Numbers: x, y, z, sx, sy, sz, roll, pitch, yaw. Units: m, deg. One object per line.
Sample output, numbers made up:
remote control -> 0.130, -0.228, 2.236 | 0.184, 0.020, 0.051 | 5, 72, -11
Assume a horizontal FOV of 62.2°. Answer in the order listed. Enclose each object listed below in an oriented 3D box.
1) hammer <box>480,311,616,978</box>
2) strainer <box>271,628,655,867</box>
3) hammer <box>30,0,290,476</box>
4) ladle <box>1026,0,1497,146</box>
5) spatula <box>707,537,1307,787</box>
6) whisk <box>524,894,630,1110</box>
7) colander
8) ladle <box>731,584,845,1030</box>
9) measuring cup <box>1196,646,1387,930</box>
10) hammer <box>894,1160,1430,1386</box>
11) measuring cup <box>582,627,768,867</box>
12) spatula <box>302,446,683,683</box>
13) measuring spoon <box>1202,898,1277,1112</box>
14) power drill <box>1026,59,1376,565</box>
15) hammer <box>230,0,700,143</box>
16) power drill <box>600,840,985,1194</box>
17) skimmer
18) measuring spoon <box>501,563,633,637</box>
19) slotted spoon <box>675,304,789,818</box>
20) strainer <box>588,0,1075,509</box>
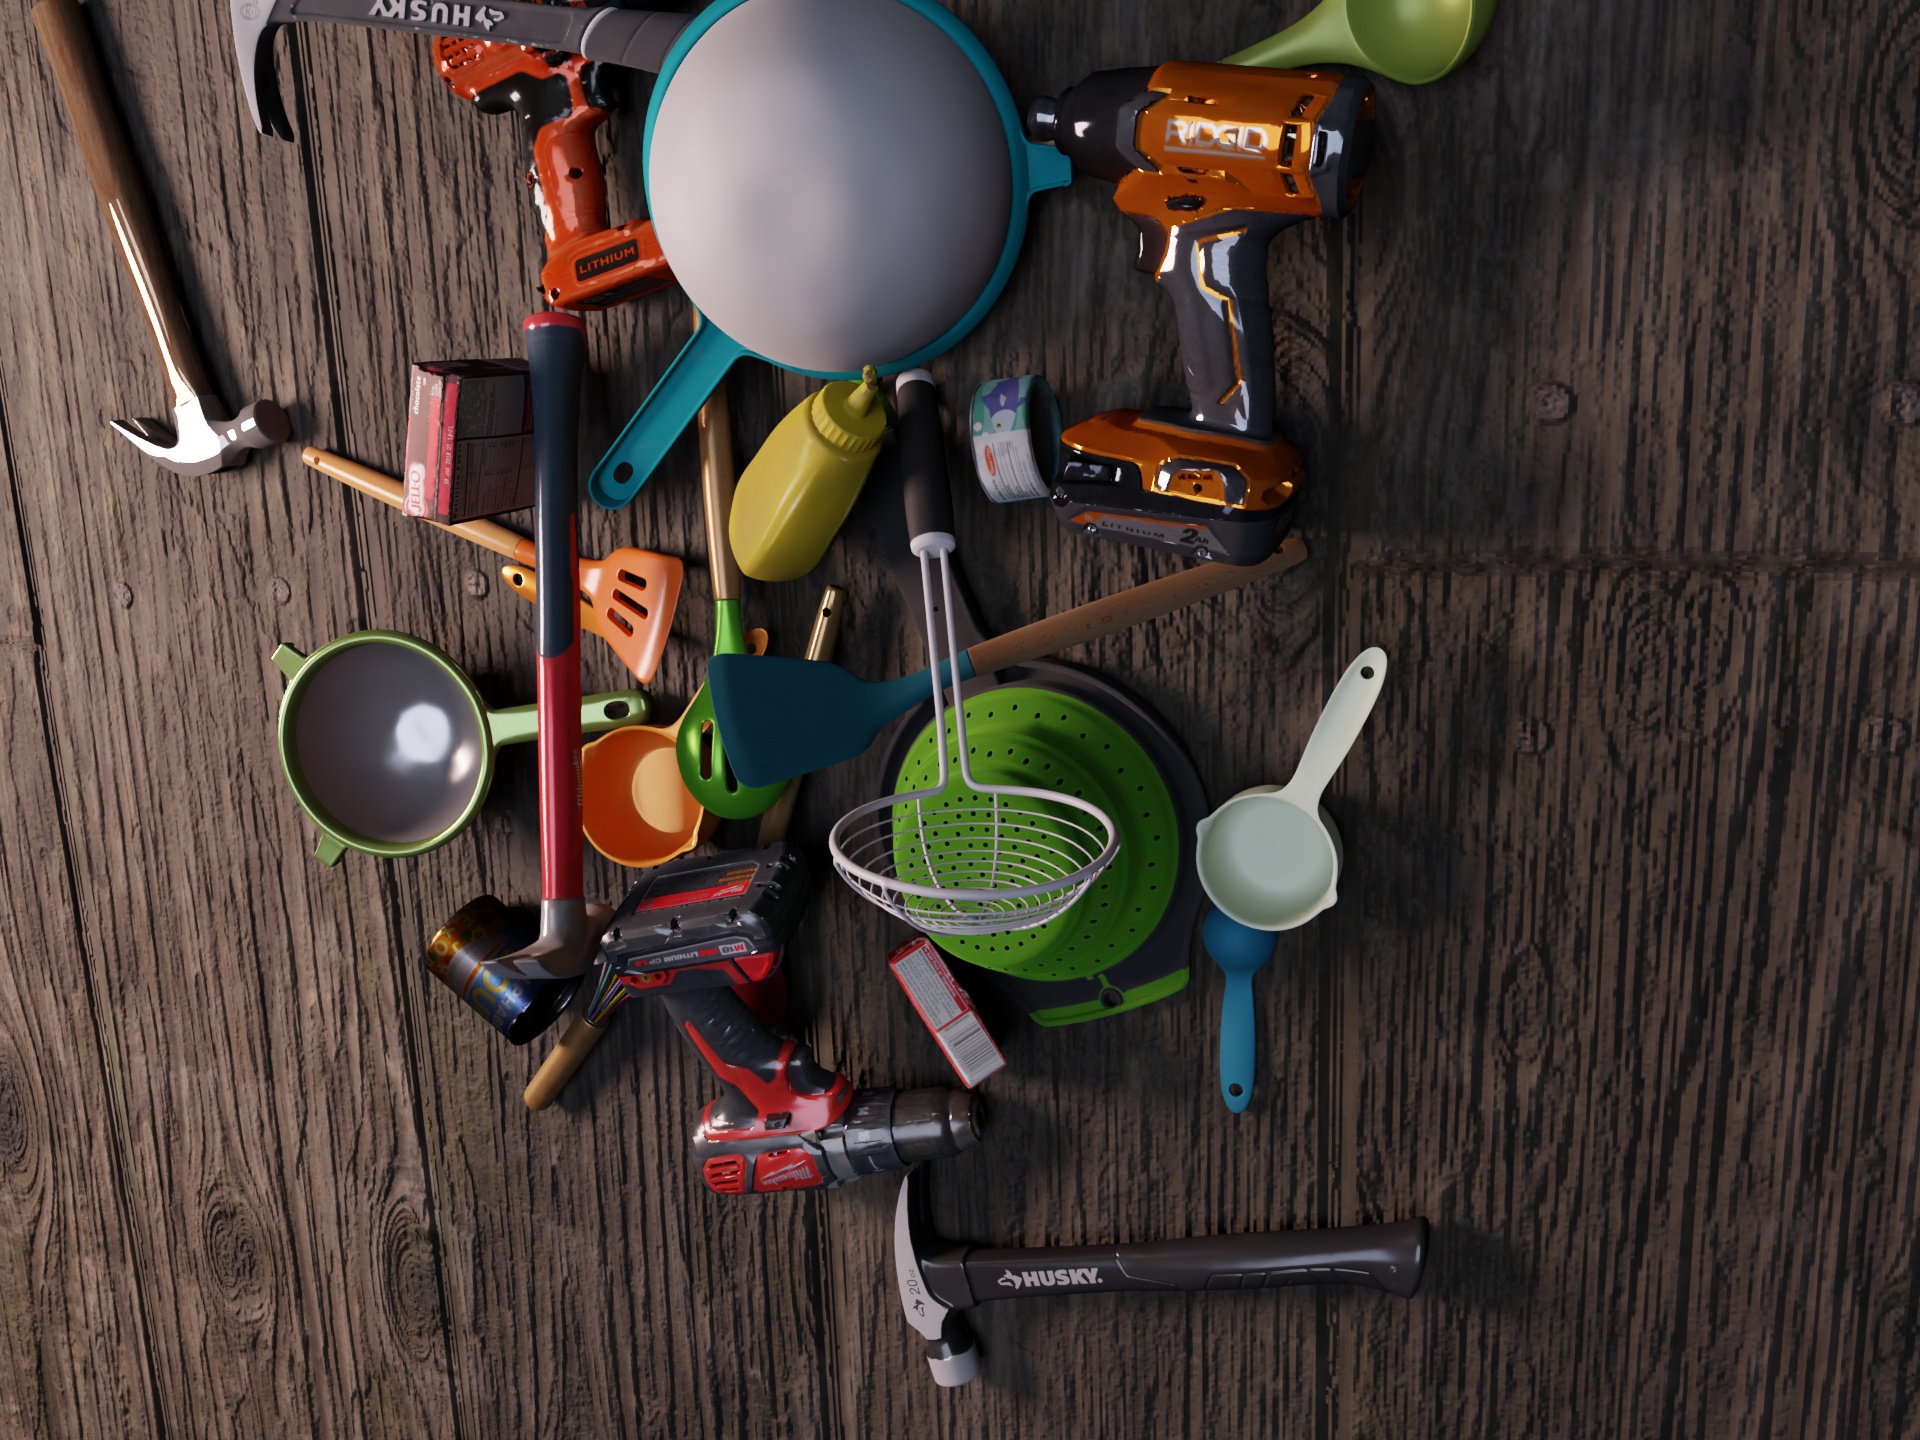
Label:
hammer -> -0.237, -0.047, 0.918 | 0.038, 0.143, 0.386 | -2, 87, 6
strainer -> -0.318, 0.004, 1.053 | 0.256, 0.069, 0.151 | -8, 98, 9
hammer -> -0.568, -0.329, 1.094 | 0.130, 0.031, 0.331 | -16, 95, 26
ladle -> 0.104, -0.311, 0.791 | 0.320, 0.062, 0.078 | -12, 105, 28
spatula -> 0.029, -0.042, 0.827 | 0.317, 0.044, 0.082 | -19, 60, 1
whisk -> -0.234, 0.182, 1.066 | 0.245, 0.051, 0.047 | -52, 59, 28
colander -> -0.001, -0.003, 0.885 | 0.204, 0.094, 0.397 | -22, 93, 26
ladle -> -0.113, 0.064, 0.983 | 0.069, 0.031, 0.315 | 21, 110, 13
measuring cup -> 0.186, 0.033, 0.845 | 0.083, 0.038, 0.167 | 29, 110, 15
hammer -> 0.111, 0.319, 0.945 | 0.335, 0.035, 0.146 | -13, 97, 26
measuring cup -> -0.165, 0.013, 0.991 | 0.095, 0.052, 0.173 | 40, 99, 10
spatula -> -0.307, -0.119, 1.023 | 0.323, 0.041, 0.081 | 24, 104, 18
measuring spoon -> 0.155, 0.164, 0.896 | 0.042, 0.021, 0.128 | 4, 102, 23
power drill -> 0.104, -0.203, 0.783 | 0.164, 0.084, 0.226 | 15, 117, 21
hammer -> -0.216, -0.372, 0.867 | 0.409, 0.036, 0.149 | 12, 102, 10
power drill -> -0.099, 0.190, 0.963 | 0.188, 0.080, 0.226 | -11, 115, 17
skimmer -> -0.006, -0.056, 0.773 | 0.127, 0.364, 0.090 | -3, 147, -5
measuring spoon -> -0.252, -0.071, 1.026 | 0.117, 0.011, 0.021 | 29, 112, 15
slotted spoon -> -0.142, -0.097, 0.941 | 0.070, 0.031, 0.314 | -4, 91, 1
strainer -> -0.114, -0.225, 0.836 | 0.211, 0.095, 0.340 | 39, 117, -9
